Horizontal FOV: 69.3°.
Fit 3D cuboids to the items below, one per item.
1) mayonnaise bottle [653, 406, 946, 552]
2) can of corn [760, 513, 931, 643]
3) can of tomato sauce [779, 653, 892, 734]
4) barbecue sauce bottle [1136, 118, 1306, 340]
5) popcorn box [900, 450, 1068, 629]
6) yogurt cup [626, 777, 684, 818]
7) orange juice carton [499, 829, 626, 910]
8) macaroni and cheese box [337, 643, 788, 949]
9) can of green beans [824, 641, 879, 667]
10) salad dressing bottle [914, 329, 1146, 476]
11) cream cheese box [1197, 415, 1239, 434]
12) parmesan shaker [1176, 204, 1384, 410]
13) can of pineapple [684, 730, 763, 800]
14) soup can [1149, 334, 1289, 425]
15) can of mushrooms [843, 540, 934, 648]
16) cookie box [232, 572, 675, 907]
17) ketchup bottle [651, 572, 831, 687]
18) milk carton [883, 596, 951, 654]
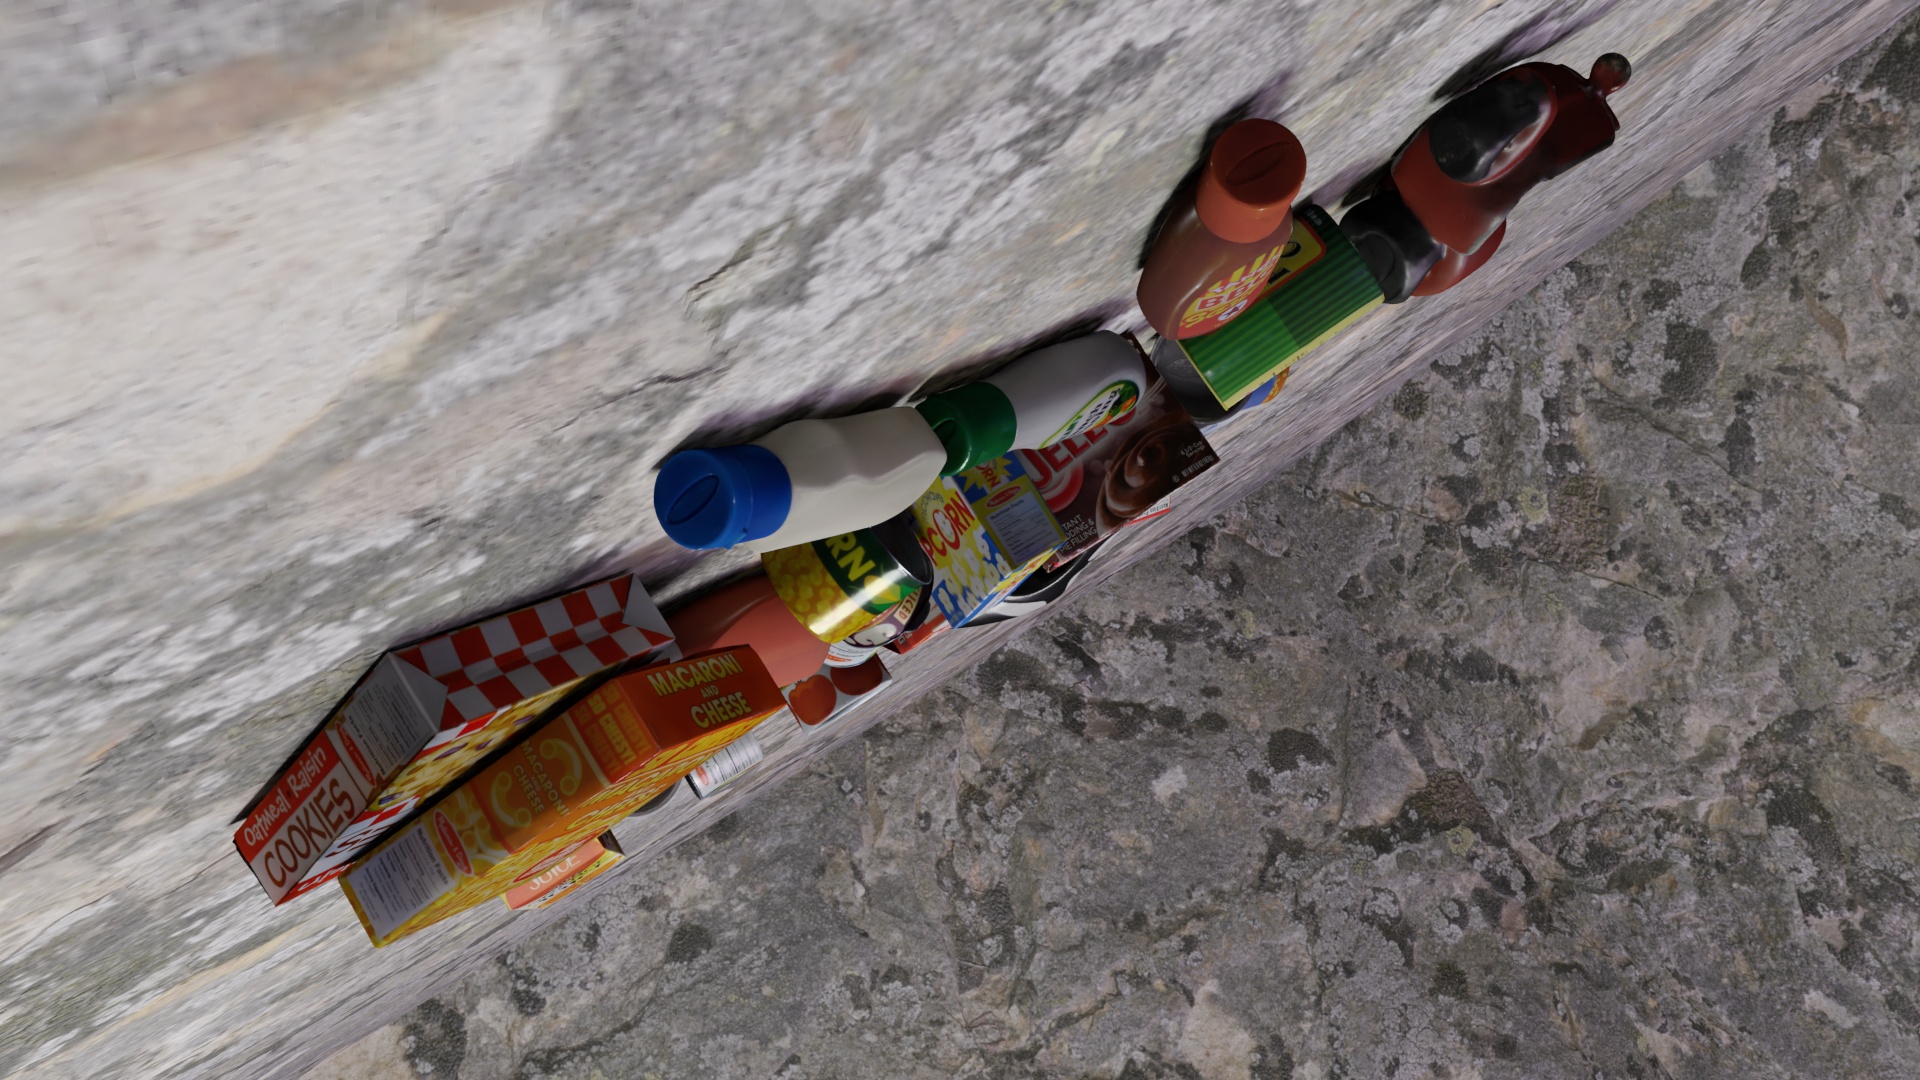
[{"bbox_3d":[-0.063,-0.024,0.555,0.064,0.041,0.148,-38,170,24],"label":"mayonnaise bottle"},{"bbox_3d":[-0.058,0.008,0.686,0.058,0.071,0.071,-34,172,11],"label":"can of corn"},{"bbox_3d":[-0.091,0.070,0.875,0.071,0.083,0.071,-32,173,-4],"label":"can of tomato sauce"},{"bbox_3d":[0.112,-0.130,0.587,0.065,0.044,0.148,-31,172,-3],"label":"barbecue sauce bottle"},{"bbox_3d":[0.003,-0.009,0.746,0.038,0.085,0.126,-29,172,-21],"label":"popcorn box"},{"bbox_3d":[-0.220,0.151,0.939,0.072,0.072,0.054,-32,180,-11],"label":"yogurt cup"},{"bbox_3d":[-0.288,0.205,0.961,0.072,0.073,0.192,-31,172,-14],"label":"orange juice carton"},{"bbox_3d":[-0.175,0.110,0.627,0.166,0.040,0.124,-35,172,15],"label":"macaroni and cheese box"},{"bbox_3d":[-0.064,0.034,0.825,0.071,0.071,0.057,-27,170,-37],"label":"can of green beans"},{"bbox_3d":[0.034,-0.066,0.671,0.148,0.044,0.064,-25,167,-48],"label":"salad dressing bottle"},{"bbox_3d":[0.152,-0.095,0.950,0.024,0.053,0.104,-37,172,38],"label":"cream cheese box"},{"bbox_3d":[0.169,-0.129,0.762,0.103,0.071,0.071,-35,172,12],"label":"parmesan shaker"},{"bbox_3d":[-0.195,0.158,1.084,0.058,0.071,0.070,-31,172,-18],"label":"can of pineapple"},{"bbox_3d":[0.160,-0.110,0.851,0.071,0.071,0.084,-37,172,28],"label":"soup can"},{"bbox_3d":[-0.049,0.022,0.745,0.071,0.071,0.033,-34,135,9],"label":"can of mushrooms"},{"bbox_3d":[-0.218,0.084,0.596,0.166,0.040,0.123,-39,171,34],"label":"cookie box"},{"bbox_3d":[-0.130,0.057,0.734,0.149,0.043,0.064,-16,119,-53],"label":"ketchup bottle"},{"bbox_3d":[-0.005,0.010,0.887,0.072,0.073,0.189,-25,170,-47],"label":"milk carton"}]
